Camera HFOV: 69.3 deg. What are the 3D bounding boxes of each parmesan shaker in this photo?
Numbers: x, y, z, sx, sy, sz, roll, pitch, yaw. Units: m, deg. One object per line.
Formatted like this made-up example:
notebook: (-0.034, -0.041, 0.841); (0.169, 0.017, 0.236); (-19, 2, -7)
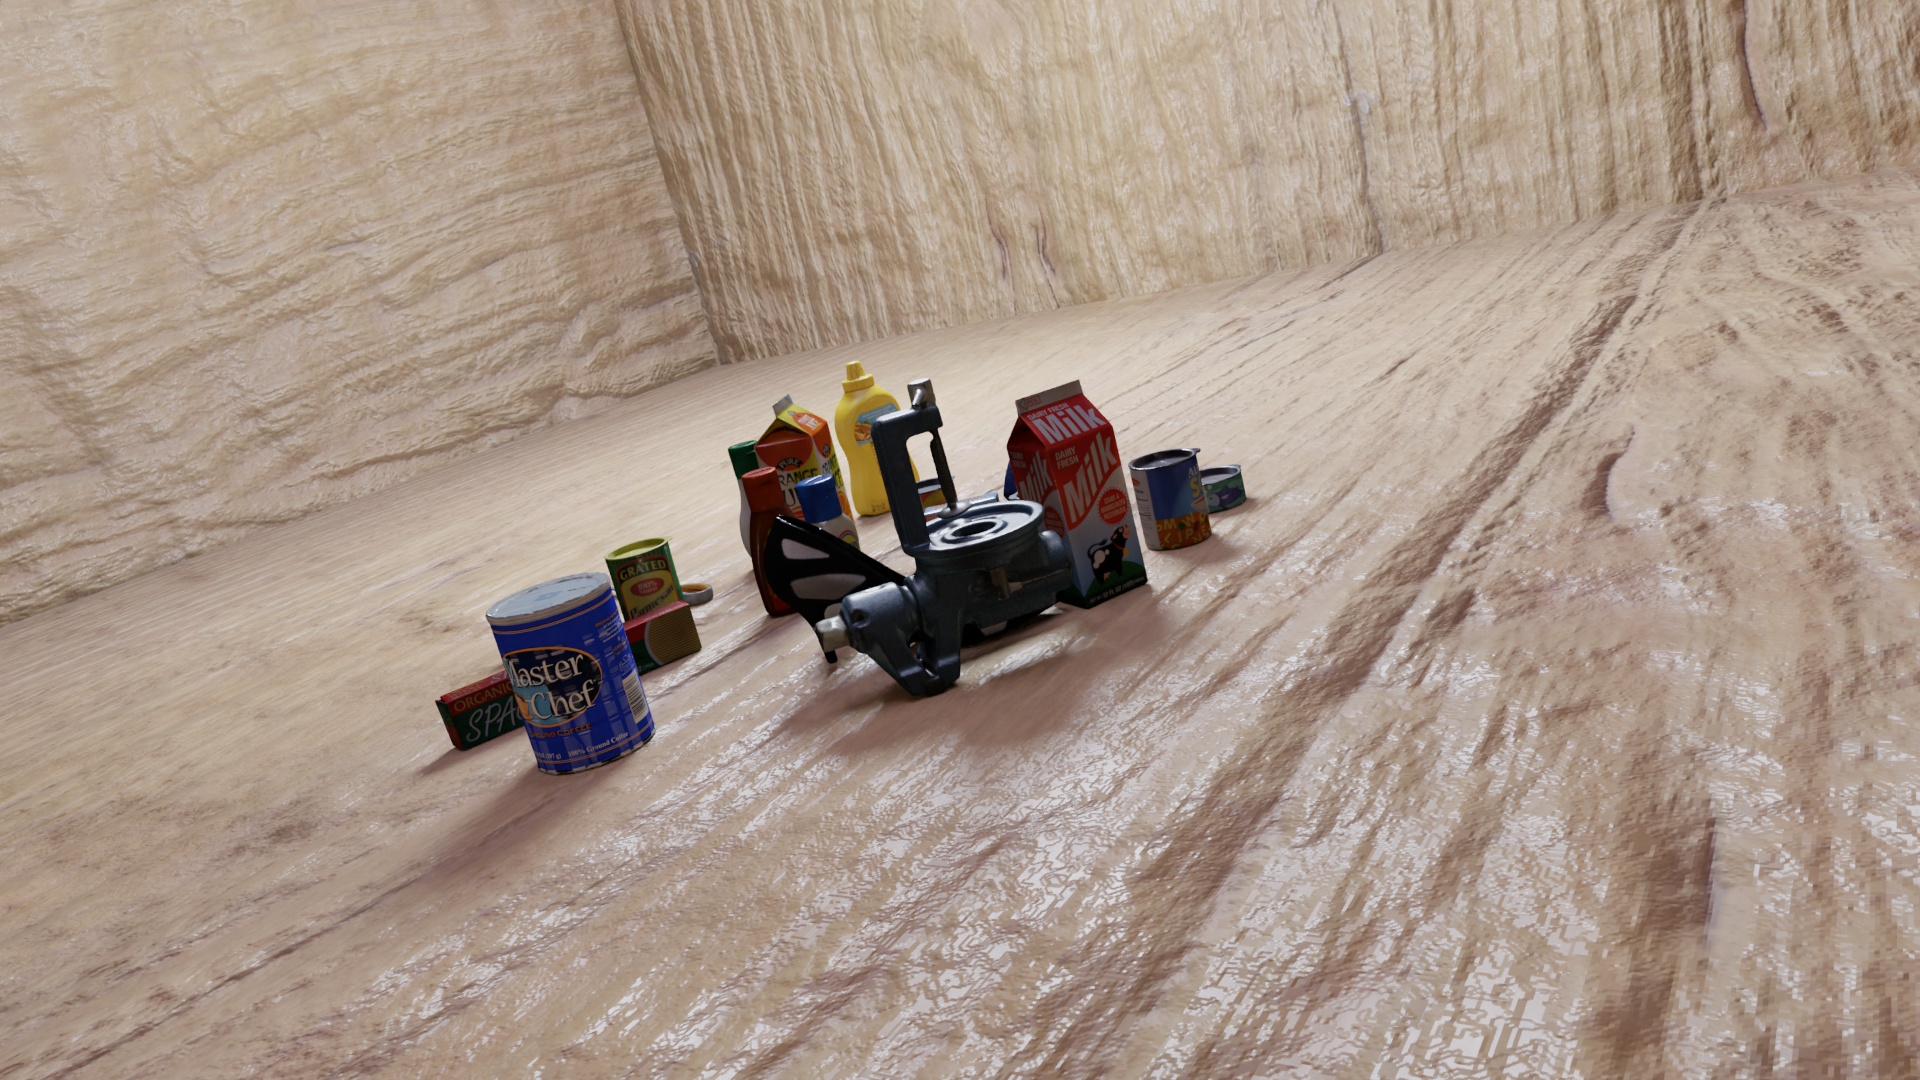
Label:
parmesan shaker: (-0.317, 0.054, 1.430); (0.071, 0.102, 0.071); (-13, 14, 4)

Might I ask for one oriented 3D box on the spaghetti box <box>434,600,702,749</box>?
spaghetti box: (-0.365, 0.125, 1.317); (0.251, 0.050, 0.028); (-23, 17, -32)

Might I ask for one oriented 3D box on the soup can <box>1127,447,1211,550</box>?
soup can: (0.205, -0.041, 1.340); (0.071, 0.083, 0.071); (-13, 14, 4)

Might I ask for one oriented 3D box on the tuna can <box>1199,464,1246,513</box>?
tuna can: (0.262, -0.053, 1.435); (0.071, 0.032, 0.071); (-13, 15, 4)

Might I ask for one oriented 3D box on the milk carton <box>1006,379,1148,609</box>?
milk carton: (0.099, -0.043, 1.236); (0.072, 0.190, 0.073); (-21, 16, -26)

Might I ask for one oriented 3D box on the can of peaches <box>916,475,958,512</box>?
can of peaches: (-0.031, -0.037, 1.595); (0.071, 0.058, 0.071); (-13, 14, 4)

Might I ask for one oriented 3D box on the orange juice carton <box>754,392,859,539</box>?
orange juice carton: (-0.181, -0.071, 1.593); (0.073, 0.192, 0.072); (-11, 15, 13)

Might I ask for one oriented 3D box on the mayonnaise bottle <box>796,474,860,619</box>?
mayonnaise bottle: (-0.119, 0.013, 1.313); (0.041, 0.147, 0.065); (-5, 17, 32)

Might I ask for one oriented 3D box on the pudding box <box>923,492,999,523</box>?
pudding box: (0.005, -0.019, 1.511); (0.084, 0.049, 0.030); (-12, 14, 6)

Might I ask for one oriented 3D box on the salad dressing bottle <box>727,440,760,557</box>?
salad dressing bottle: (-0.235, -0.043, 1.630); (0.064, 0.147, 0.044); (-22, 16, -28)

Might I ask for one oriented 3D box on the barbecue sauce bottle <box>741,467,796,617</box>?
barbecue sauce bottle: (-0.187, 0.000, 1.424); (0.065, 0.148, 0.044); (-19, 15, -17)

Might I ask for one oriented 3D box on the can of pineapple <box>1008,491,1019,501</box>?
can of pineapple: (0.092, -0.027, 1.444); (0.071, 0.057, 0.071); (-13, 14, 4)
